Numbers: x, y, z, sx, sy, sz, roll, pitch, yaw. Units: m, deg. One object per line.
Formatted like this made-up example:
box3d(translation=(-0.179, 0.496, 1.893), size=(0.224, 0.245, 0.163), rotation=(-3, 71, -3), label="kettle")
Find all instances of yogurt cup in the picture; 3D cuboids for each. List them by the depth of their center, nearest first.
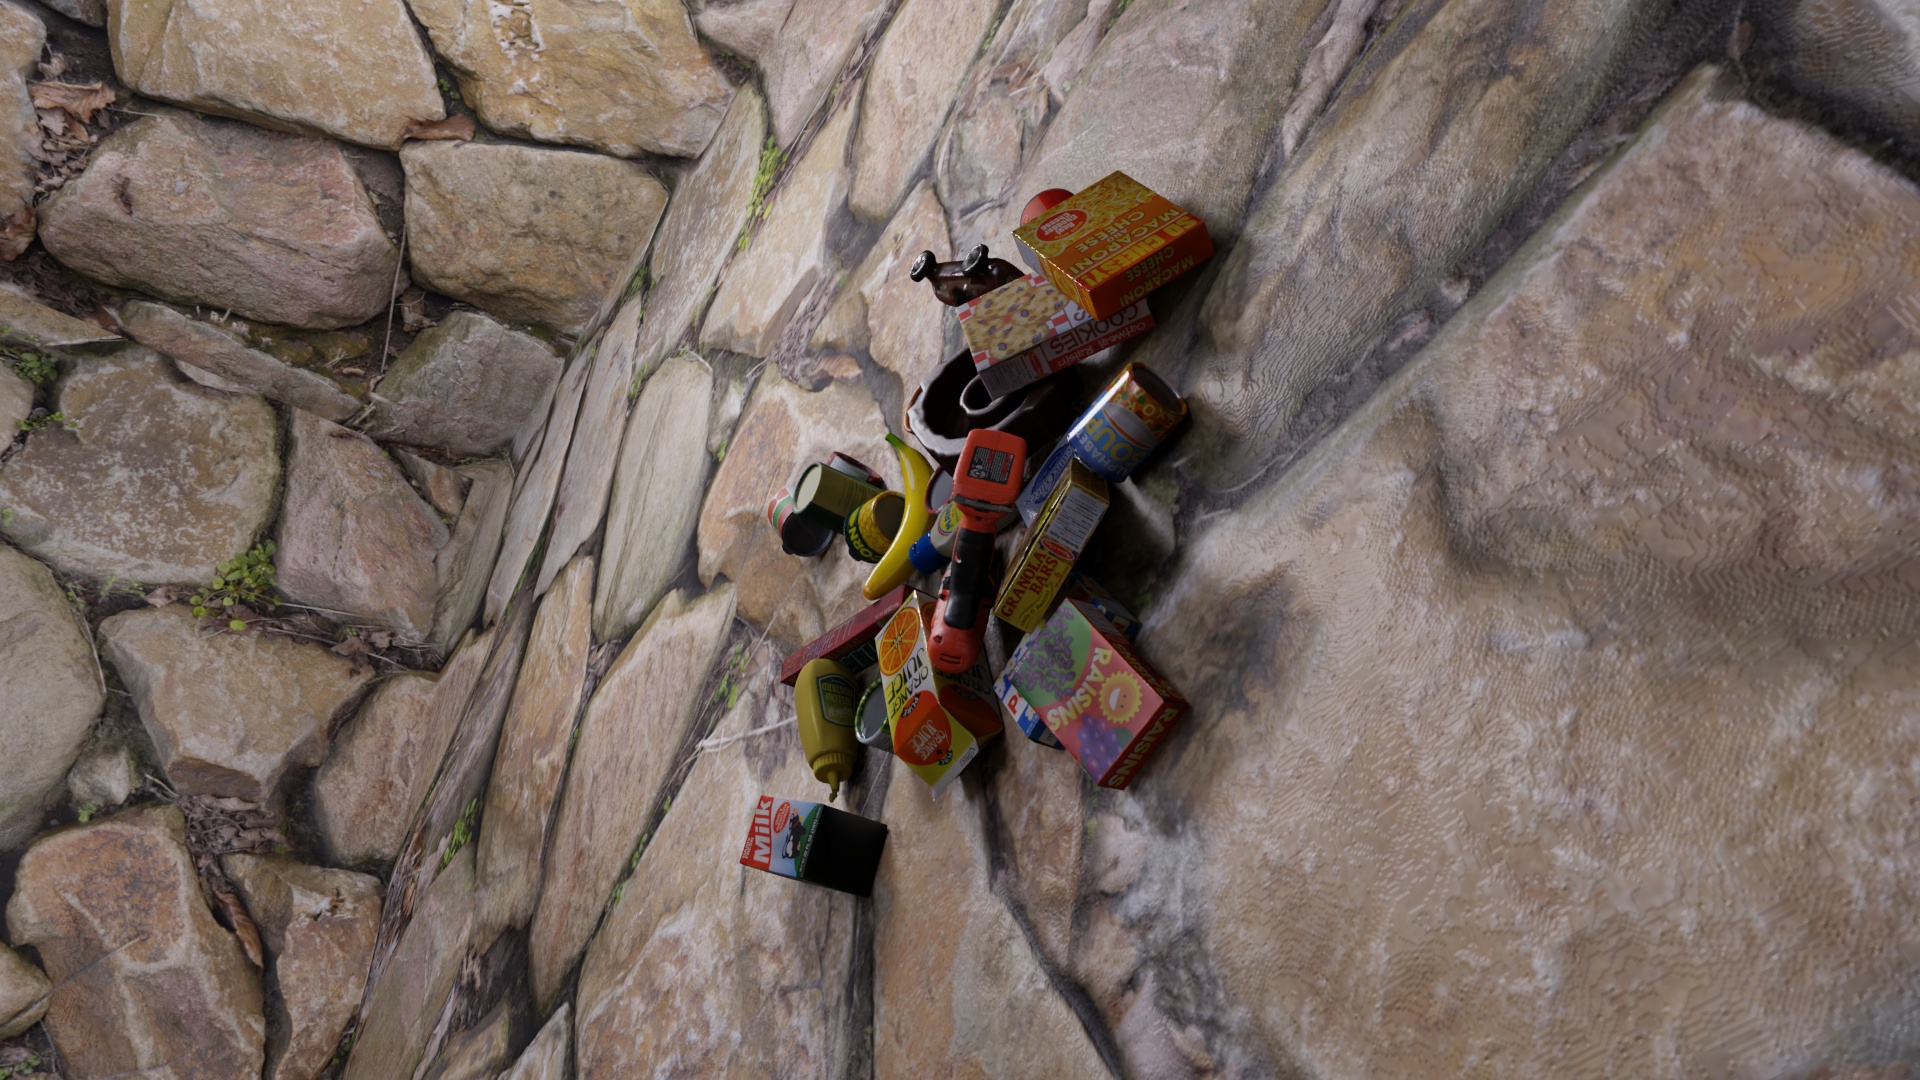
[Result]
box3d(translation=(0.101, -0.322, 1.435), size=(0.072, 0.072, 0.054), rotation=(-51, 38, 25), label="yogurt cup")

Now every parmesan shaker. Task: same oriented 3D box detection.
box3d(translation=(-0.130, -0.043, 1.563), size=(0.071, 0.103, 0.072), rotation=(-41, 35, 39), label="parmesan shaker")

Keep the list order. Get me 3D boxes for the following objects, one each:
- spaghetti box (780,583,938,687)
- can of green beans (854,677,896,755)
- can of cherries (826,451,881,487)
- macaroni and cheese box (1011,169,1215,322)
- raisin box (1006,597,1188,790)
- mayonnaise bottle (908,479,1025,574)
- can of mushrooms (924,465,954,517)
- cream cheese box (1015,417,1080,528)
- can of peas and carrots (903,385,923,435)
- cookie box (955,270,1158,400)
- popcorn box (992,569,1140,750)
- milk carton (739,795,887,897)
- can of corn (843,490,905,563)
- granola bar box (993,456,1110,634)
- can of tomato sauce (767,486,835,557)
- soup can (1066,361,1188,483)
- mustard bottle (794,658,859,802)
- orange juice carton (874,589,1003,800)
box3d(translation=(-0.109, 0.108, 1.460), size=(0.249, 0.050, 0.029), rotation=(-33, 40, 46), label="spaghetti box")
box3d(translation=(-0.059, 0.169, 1.314), size=(0.071, 0.058, 0.071), rotation=(-41, 36, 38), label="can of green beans")
box3d(translation=(-0.135, -0.065, 1.633), size=(0.058, 0.071, 0.071), rotation=(-61, 28, 8), label="can of cherries")
box3d(translation=(0.138, -0.273, 1.277), size=(0.124, 0.040, 0.167), rotation=(-31, 38, -5), label="macaroni and cheese box")
box3d(translation=(0.102, 0.115, 1.052), size=(0.086, 0.040, 0.124), rotation=(-54, 50, 15), label="raisin box")
box3d(translation=(0.005, -0.017, 1.373), size=(0.147, 0.041, 0.065), rotation=(-40, 35, 38), label="mayonnaise bottle")
box3d(translation=(-0.007, -0.049, 1.431), size=(0.070, 0.033, 0.071), rotation=(-39, 37, 39), label="can of mushrooms")
box3d(translation=(0.094, -0.056, 1.269), size=(0.103, 0.024, 0.053), rotation=(-54, 31, 20), label="cream cheese box")
box3d(translation=(-0.021, -0.132, 1.496), size=(0.070, 0.059, 0.071), rotation=(-41, 35, 38), label="can of peas and carrots")
box3d(translation=(0.088, -0.210, 1.305), size=(0.167, 0.040, 0.123), rotation=(-24, 38, 7), label="cookie box")
box3d(translation=(0.085, 0.097, 1.142), size=(0.126, 0.038, 0.085), rotation=(-59, 27, 11), label="popcorn box")
box3d(translation=(-0.155, 0.296, 1.362), size=(0.190, 0.073, 0.072), rotation=(-12, 58, 57), label="milk carton")
box3d(translation=(-0.084, -0.013, 1.497), size=(0.058, 0.071, 0.071), rotation=(-28, 45, 49), label="can of corn")
box3d(translation=(0.077, 0.000, 1.161), size=(0.124, 0.039, 0.166), rotation=(-60, 0, 11), label="granola bar box")
box3d(translation=(-0.197, -0.023, 1.705), size=(0.071, 0.071, 0.083), rotation=(-61, 27, 8), label="can of tomato sauce")
box3d(translation=(0.140, -0.099, 1.174), size=(0.083, 0.071, 0.072), rotation=(-48, 32, 29), label="soup can")
box3d(translation=(-0.132, 0.197, 1.420), size=(0.048, 0.065, 0.161), rotation=(-51, 36, 36), label="mustard bottle")
box3d(translation=(-0.019, 0.141, 1.251), size=(0.071, 0.073, 0.193), rotation=(-51, 31, 26), label="orange juice carton")
